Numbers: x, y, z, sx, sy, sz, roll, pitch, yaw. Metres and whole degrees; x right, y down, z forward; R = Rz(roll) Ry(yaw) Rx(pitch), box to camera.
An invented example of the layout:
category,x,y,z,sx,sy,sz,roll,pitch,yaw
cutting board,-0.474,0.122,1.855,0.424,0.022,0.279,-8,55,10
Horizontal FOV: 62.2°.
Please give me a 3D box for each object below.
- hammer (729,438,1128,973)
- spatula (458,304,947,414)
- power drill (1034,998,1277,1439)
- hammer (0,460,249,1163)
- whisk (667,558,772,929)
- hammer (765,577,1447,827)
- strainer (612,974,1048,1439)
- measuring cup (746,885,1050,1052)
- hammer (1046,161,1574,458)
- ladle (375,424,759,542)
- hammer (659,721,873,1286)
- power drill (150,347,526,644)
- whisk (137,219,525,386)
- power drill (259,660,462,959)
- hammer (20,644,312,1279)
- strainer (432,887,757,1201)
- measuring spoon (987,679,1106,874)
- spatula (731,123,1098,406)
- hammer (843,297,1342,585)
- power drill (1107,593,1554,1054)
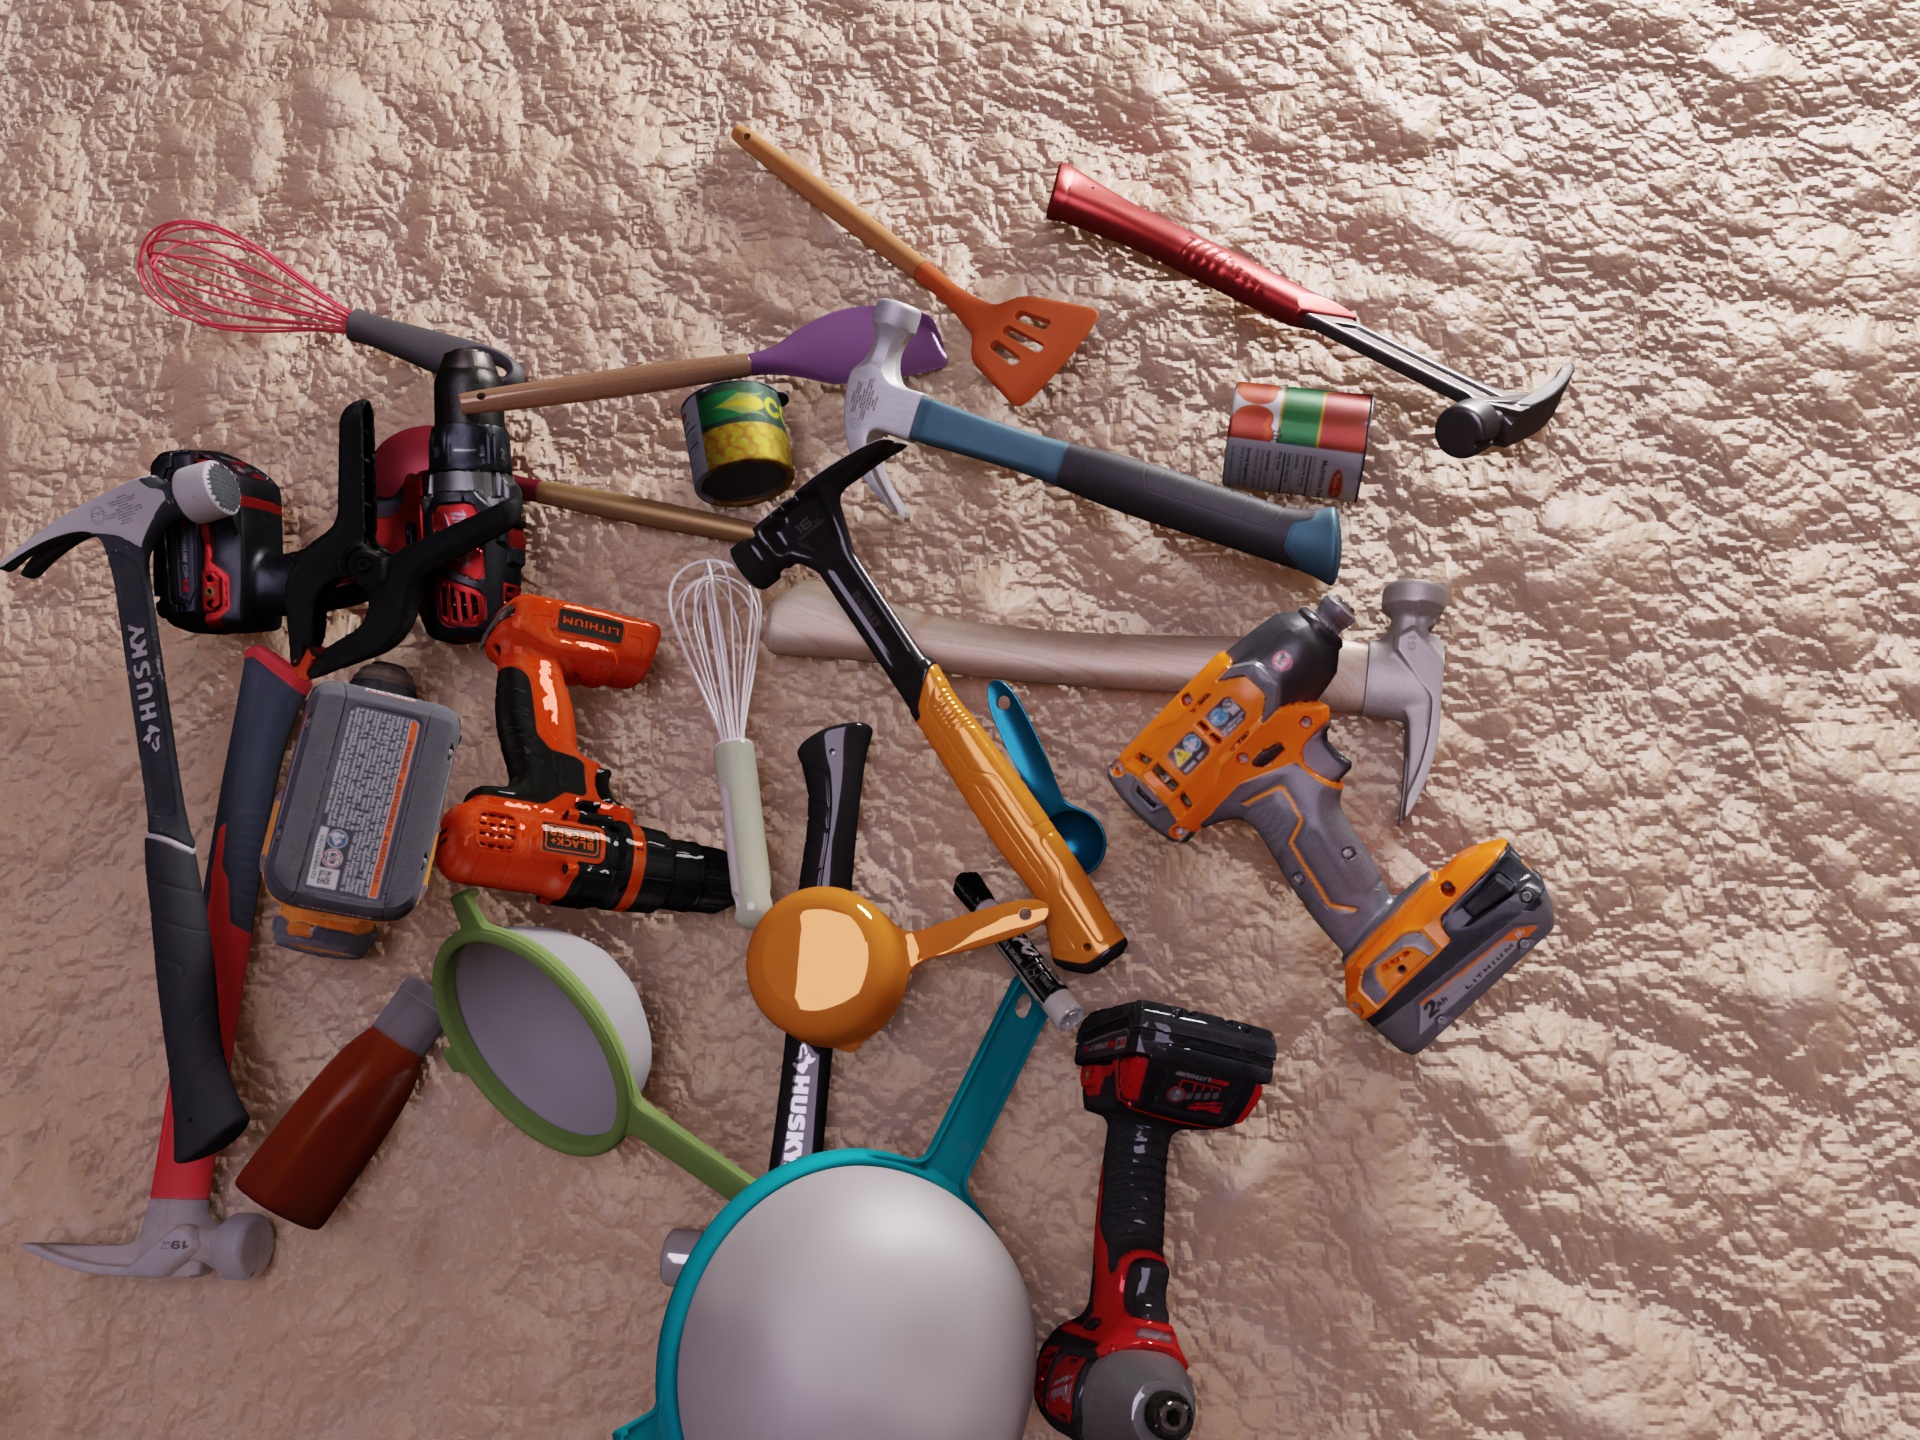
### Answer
category,x,y,z,sx,sy,sz,roll,pitch,yaw
hammer,-0.001,-0.003,0.936,0.127,0.034,0.337,-37,80,17
spatula,-0.163,-0.229,1.029,0.316,0.018,0.060,-12,70,-16
power drill,0.096,0.262,0.817,0.078,0.143,0.220,15,72,-10
hammer,-0.477,0.054,0.945,0.149,0.036,0.409,-14,80,8
whisk,-0.140,0.009,0.965,0.059,0.057,0.247,-2,65,-18
hammer,0.081,-0.029,0.968,0.410,0.038,0.146,6,75,10
strainer,-0.009,0.271,0.818,0.211,0.095,0.340,38,62,-15
measuring cup,-0.036,0.125,0.888,0.173,0.052,0.095,-17,70,5
hammer,0.205,-0.271,1.009,0.359,0.036,0.149,35,40,24
ladle,-0.254,-0.145,1.055,0.315,0.031,0.069,12,81,9
hammer,-0.081,0.162,0.930,0.146,0.035,0.335,2,73,9
power drill,-0.393,-0.141,1.025,0.226,0.080,0.188,-1,90,5
whisk,-0.439,-0.281,1.108,0.296,0.073,0.073,19,76,6
power drill,-0.343,0.038,0.914,0.084,0.226,0.185,15,73,-20
hammer,-0.473,0.140,0.986,0.143,0.038,0.386,-1,72,9
strainer,-0.182,0.194,0.895,0.256,0.151,0.069,30,39,17
measuring spoon,0.050,0.033,0.950,0.042,0.021,0.129,-28,81,17
spatula,-0.045,-0.322,1.074,0.323,0.041,0.081,41,90,18
hammer,0.077,-0.155,0.978,0.331,0.033,0.128,21,98,17
power drill,0.213,0.050,0.872,0.226,0.084,0.164,45,104,11
